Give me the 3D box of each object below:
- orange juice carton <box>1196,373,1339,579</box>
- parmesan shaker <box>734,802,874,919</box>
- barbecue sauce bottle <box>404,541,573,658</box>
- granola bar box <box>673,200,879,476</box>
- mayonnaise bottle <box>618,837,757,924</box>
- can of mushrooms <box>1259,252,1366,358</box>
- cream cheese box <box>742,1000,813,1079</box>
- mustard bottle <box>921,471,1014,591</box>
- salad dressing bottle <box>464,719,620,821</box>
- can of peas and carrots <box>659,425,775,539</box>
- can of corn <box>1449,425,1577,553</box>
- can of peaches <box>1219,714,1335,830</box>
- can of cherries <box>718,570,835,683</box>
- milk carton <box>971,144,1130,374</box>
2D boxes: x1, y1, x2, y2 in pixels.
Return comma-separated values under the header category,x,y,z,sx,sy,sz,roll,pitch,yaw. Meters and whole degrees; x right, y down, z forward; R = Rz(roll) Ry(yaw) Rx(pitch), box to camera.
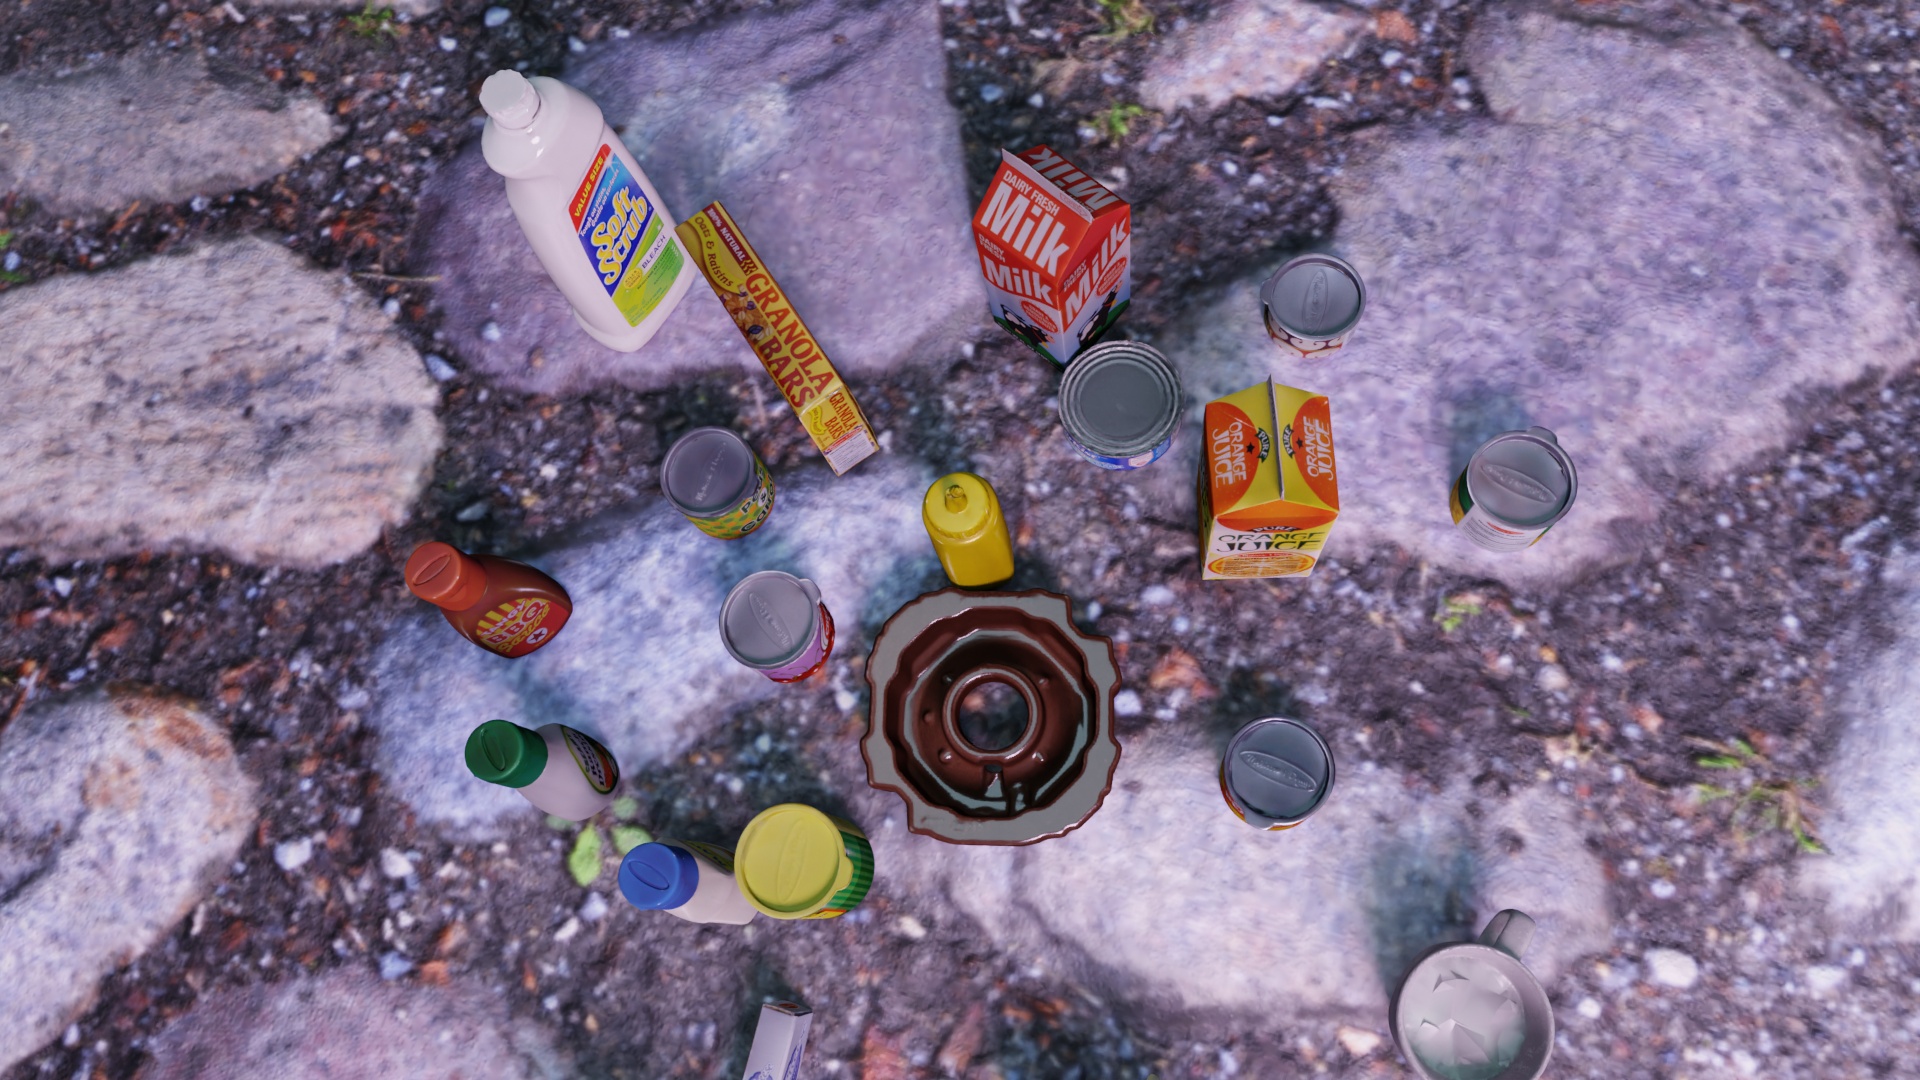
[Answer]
category,x,y,z,sx,sy,sz,roll,pitch,yaw
orange juice carton,0.184,-0.033,0.843,0.073,0.192,0.072,-3,74,7
parmesan shaker,-0.091,0.201,0.857,0.071,0.103,0.071,-2,74,7
barbecue sauce bottle,-0.310,0.037,0.909,0.065,0.148,0.044,-39,73,-4
granola bar box,-0.122,-0.136,0.948,0.039,0.124,0.166,-34,73,-3
mayonnaise bottle,-0.164,0.205,0.841,0.065,0.147,0.041,27,80,14
can of mushrooms,0.241,-0.162,0.957,0.071,0.033,0.071,-2,74,7
cream cheese box,-0.118,0.336,0.846,0.024,0.053,0.104,12,76,11
mustard bottle,0.003,-0.011,0.877,0.049,0.160,0.065,-15,73,3
salad dressing bottle,-0.261,0.141,0.873,0.044,0.147,0.064,-32,73,-2
can of peas and carrots,-0.164,-0.038,0.959,0.071,0.058,0.071,-2,74,7
can of corn,0.354,-0.032,0.892,0.071,0.058,0.071,-2,74,7
can of peaches,0.193,0.147,0.860,0.071,0.058,0.071,-2,74,7
can of cherries,-0.118,0.058,0.926,0.071,0.058,0.071,-2,74,7
milk carton,0.061,-0.187,0.905,0.072,0.190,0.073,39,82,16
